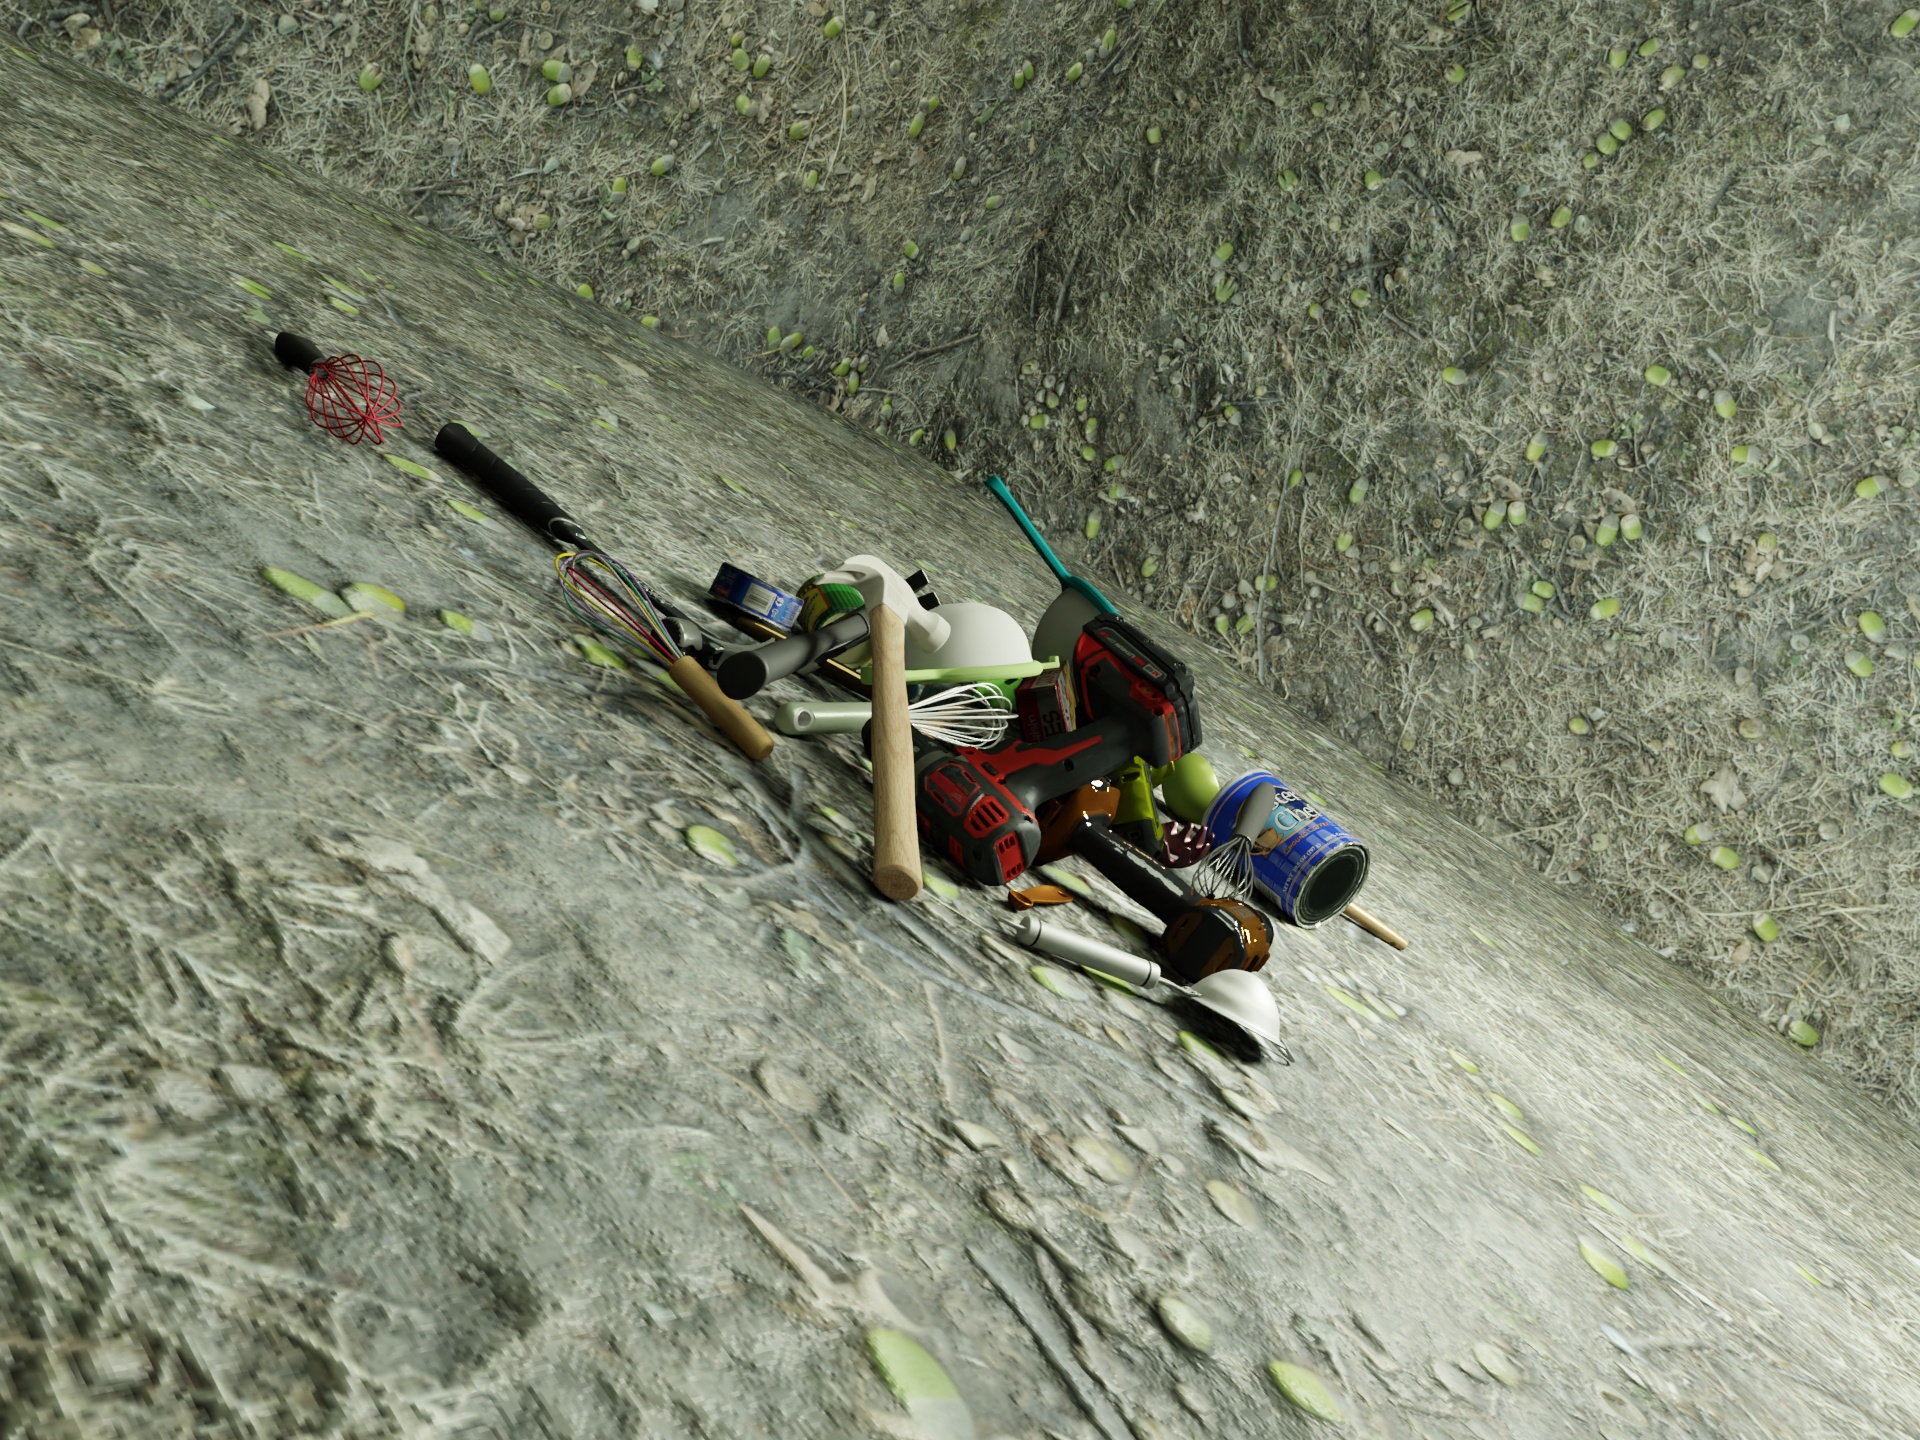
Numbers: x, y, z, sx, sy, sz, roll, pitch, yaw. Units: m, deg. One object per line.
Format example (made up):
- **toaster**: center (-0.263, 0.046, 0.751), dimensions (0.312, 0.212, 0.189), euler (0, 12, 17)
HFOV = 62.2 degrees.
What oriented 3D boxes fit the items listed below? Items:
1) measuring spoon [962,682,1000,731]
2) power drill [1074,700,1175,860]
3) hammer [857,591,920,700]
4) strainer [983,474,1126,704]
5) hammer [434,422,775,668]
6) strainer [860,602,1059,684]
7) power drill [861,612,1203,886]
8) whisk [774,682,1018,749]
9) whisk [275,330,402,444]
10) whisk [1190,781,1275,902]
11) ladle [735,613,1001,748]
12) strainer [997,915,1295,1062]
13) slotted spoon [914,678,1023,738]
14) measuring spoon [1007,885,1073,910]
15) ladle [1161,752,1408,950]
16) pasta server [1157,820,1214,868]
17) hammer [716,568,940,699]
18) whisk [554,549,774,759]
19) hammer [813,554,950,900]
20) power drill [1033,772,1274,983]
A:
- **measuring spoon**: center (0.018, -0.020, 1.665), dimensions (0.034, 0.018, 0.124), euler (24, 14, -31)
- **power drill**: center (0.145, 0.018, 1.443), dimensions (0.080, 0.171, 0.223), euler (-11, 13, 11)
- **hammer**: center (-0.067, -0.079, 1.668), dimensions (0.128, 0.033, 0.331), euler (27, 13, -10)
- **strainer**: center (0.100, -0.090, 1.635), dimensions (0.340, 0.095, 0.211), euler (54, -4, -3)
- **hammer**: center (-0.321, -0.154, 1.361), dimensions (0.409, 0.036, 0.149), euler (37, 13, 28)
- **strainer**: center (-0.024, -0.067, 1.371), dimensions (0.151, 0.069, 0.256), euler (-1, 3, 23)
- **power drill**: center (0.049, 0.011, 1.209), dimensions (0.188, 0.226, 0.080), euler (42, -23, 42)
- **whisk**: center (-0.049, -0.003, 1.296), dimensions (0.246, 0.058, 0.059), euler (-1, 4, -42)
- **whisk**: center (-0.543, -0.296, 1.365), dimensions (0.073, 0.073, 0.296), euler (20, 10, -41)
- **whisk**: center (0.261, 0.112, 1.478), dimensions (0.055, 0.055, 0.239), euler (32, 32, 7)
- **ladle**: center (-0.064, -0.018, 1.449), dimensions (0.315, 0.031, 0.069), euler (28, 13, -2)
- **strainer**: center (0.139, 0.179, 1.110), dimensions (0.258, 0.050, 0.087), euler (23, -2, -20)
- **slotted spoon**: center (-0.002, -0.005, 1.421), dimensions (0.070, 0.031, 0.314), euler (38, 25, 12)
- **measuring spoon**: center (0.060, 0.133, 1.179), dimensions (0.021, 0.011, 0.117), euler (35, 9, 21)
- **ladle**: center (0.352, 0.144, 1.713), dimensions (0.320, 0.078, 0.062), euler (34, 55, -1)
- **pasta server**: center (0.152, 0.068, 1.585), dimensions (0.060, 0.040, 0.316), euler (-6, 27, -23)
- **hammer**: center (-0.113, -0.061, 1.248), dimensions (0.035, 0.146, 0.335), euler (62, 14, -3)
- **whisk**: center (-0.222, -0.051, 1.171), dimensions (0.245, 0.051, 0.047), euler (42, 0, 25)
- **hammer**: center (-0.051, -0.005, 1.132), dimensions (0.130, 0.031, 0.332), euler (42, 27, -32)
- **power drill**: center (0.154, 0.124, 1.277), dimensions (0.226, 0.084, 0.185), euler (39, 11, 20)
